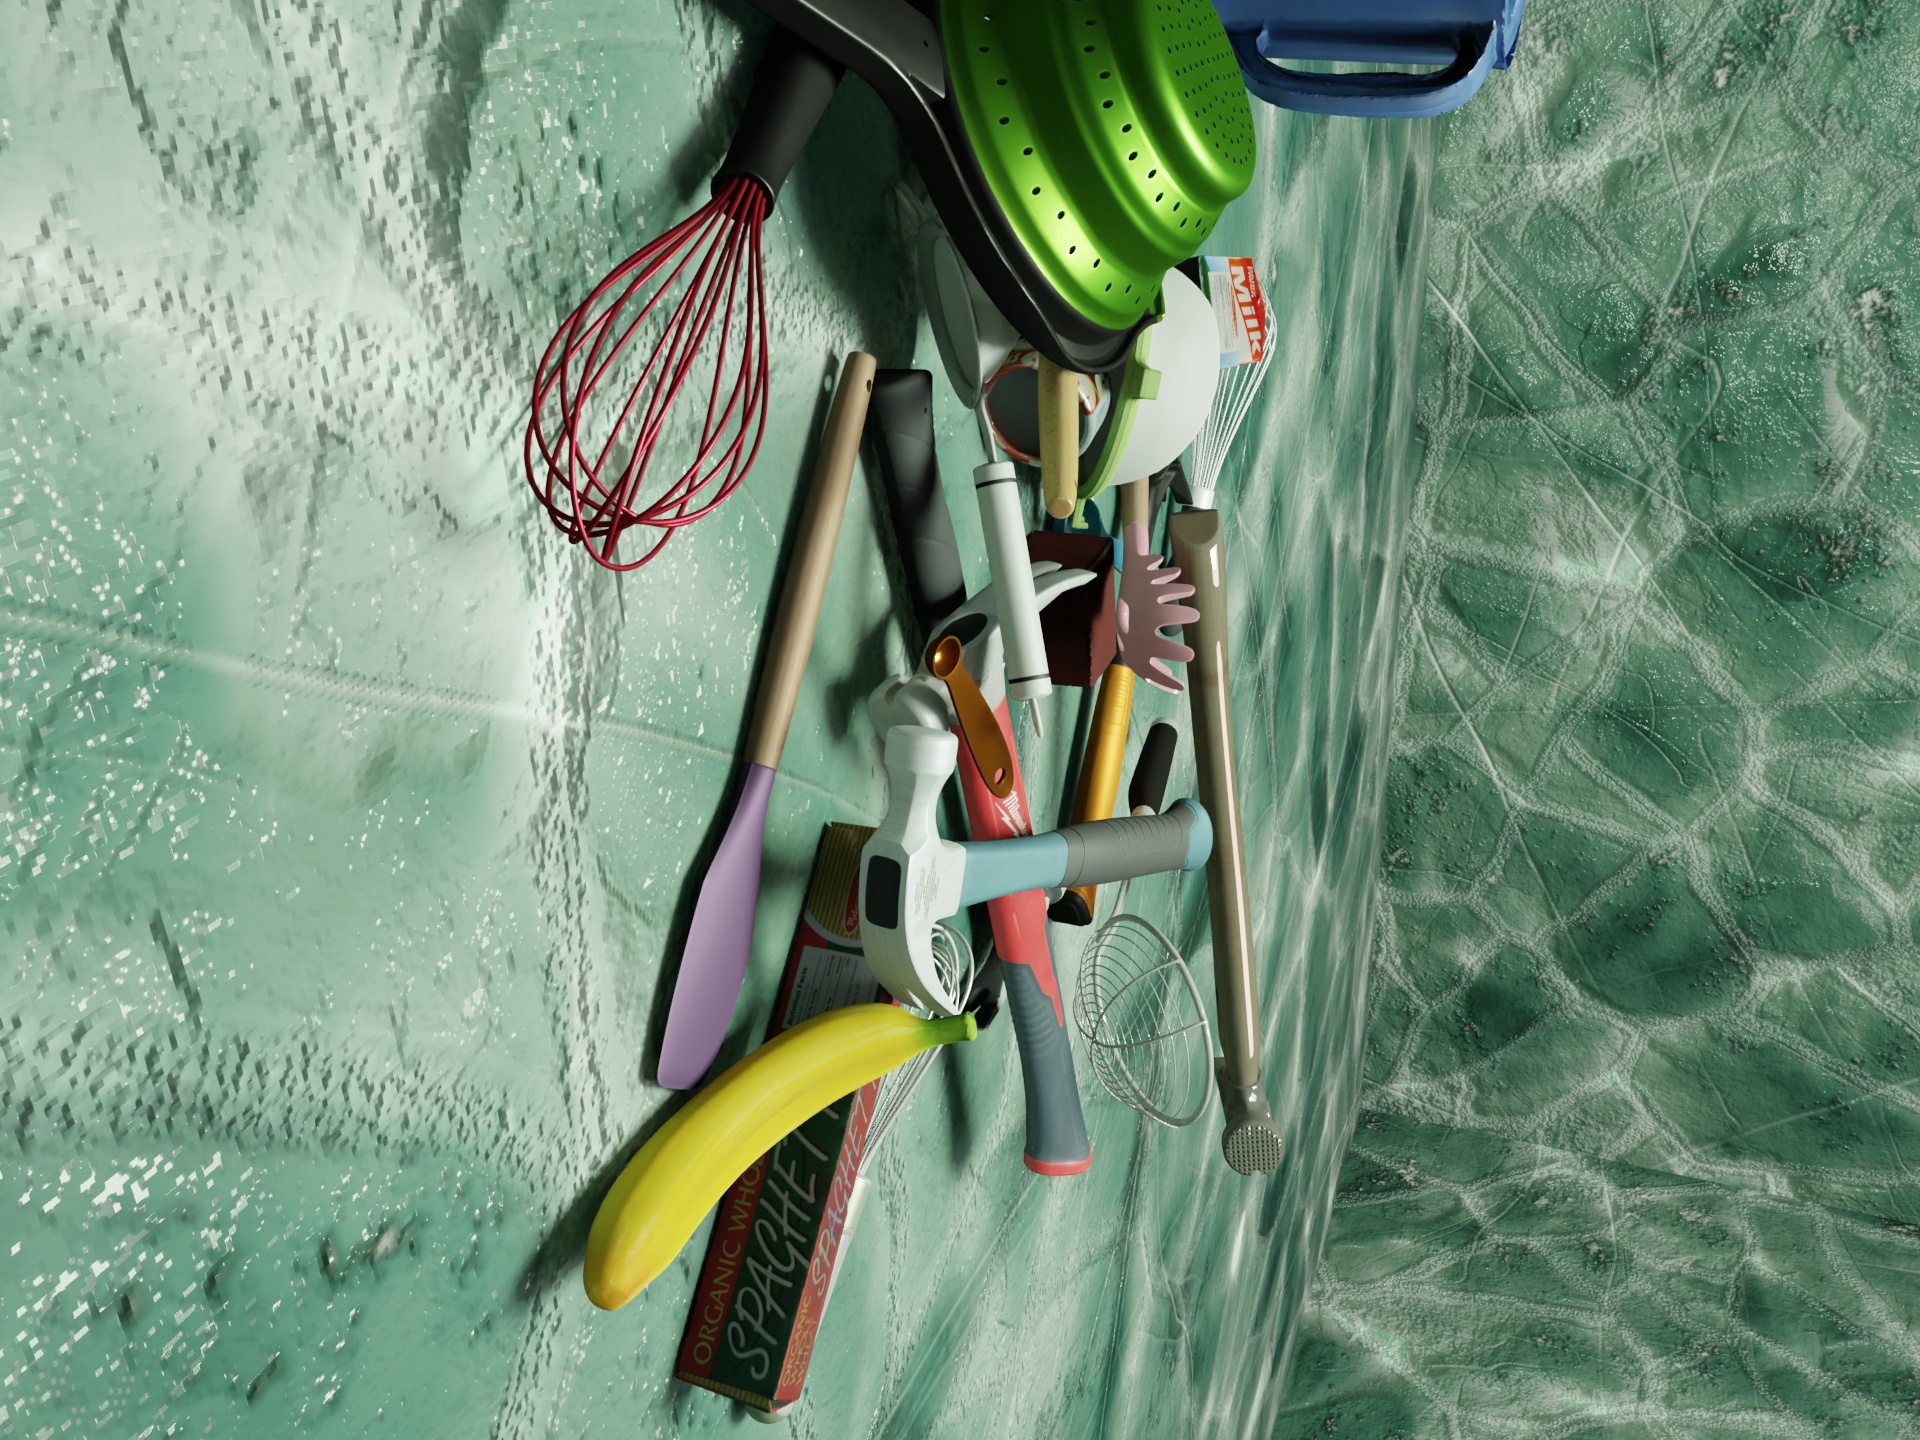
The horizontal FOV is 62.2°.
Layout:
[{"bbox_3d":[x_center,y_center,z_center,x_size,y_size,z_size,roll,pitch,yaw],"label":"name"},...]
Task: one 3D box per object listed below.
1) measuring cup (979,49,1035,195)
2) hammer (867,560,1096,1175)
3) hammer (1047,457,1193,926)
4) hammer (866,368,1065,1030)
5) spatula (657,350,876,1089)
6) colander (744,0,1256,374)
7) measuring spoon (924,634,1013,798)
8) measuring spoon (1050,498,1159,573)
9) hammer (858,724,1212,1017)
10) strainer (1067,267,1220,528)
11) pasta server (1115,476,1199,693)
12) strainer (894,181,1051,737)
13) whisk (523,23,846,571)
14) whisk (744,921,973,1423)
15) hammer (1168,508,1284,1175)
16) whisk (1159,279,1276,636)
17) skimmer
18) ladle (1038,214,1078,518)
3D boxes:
[{"bbox_3d":[-0.011,-0.309,0.716,0.167,0.038,0.083,60,37,-32],"label":"measuring cup"},{"bbox_3d":[0.042,0.103,0.863,0.143,0.038,0.385,-42,136,-35],"label":"hammer"},{"bbox_3d":[0.109,-0.024,1.105,0.127,0.034,0.337,35,66,-72],"label":"hammer"},{"bbox_3d":[-0.001,-0.003,0.835,0.149,0.036,0.408,-61,150,-41],"label":"hammer"},{"bbox_3d":[-0.076,-0.005,0.661,0.059,0.018,0.316,38,63,-69],"label":"spatula"},{"bbox_3d":[0.018,-0.264,0.608,0.396,0.094,0.204,5,72,-57],"label":"colander"},{"bbox_3d":[0.004,0.000,0.725,0.021,0.011,0.116,-54,145,-22],"label":"measuring spoon"},{"bbox_3d":[0.093,-0.107,1.022,0.128,0.021,0.042,25,76,-52],"label":"measuring spoon"},{"bbox_3d":[0.052,0.067,0.788,0.331,0.033,0.128,0,101,-59],"label":"hammer"},{"bbox_3d":[0.113,-0.246,0.939,0.151,0.069,0.257,116,-19,-63],"label":"strainer"},{"bbox_3d":[0.114,-0.128,0.970,0.316,0.040,0.060,-84,-178,-50],"label":"pasta server"},{"bbox_3d":[0.016,-0.120,0.725,0.087,0.050,0.258,177,-97,-81],"label":"strainer"},{"bbox_3d":[-0.080,-0.168,0.547,0.073,0.073,0.296,70,27,-50],"label":"whisk"},{"bbox_3d":[-0.051,0.211,0.766,0.057,0.059,0.246,44,61,-50],"label":"whisk"},{"bbox_3d":[0.166,0.070,1.018,0.146,0.038,0.410,-69,153,-77],"label":"hammer"},{"bbox_3d":[0.193,-0.205,1.238,0.070,0.070,0.284,5,97,-69],"label":"whisk"},{"bbox_3d":[0.141,0.108,1.052,0.363,0.090,0.127,-66,164,-54],"label":"skimmer"},{"bbox_3d":[0.044,-0.183,0.750,0.316,0.031,0.069,-87,168,-51],"label":"ladle"}]
